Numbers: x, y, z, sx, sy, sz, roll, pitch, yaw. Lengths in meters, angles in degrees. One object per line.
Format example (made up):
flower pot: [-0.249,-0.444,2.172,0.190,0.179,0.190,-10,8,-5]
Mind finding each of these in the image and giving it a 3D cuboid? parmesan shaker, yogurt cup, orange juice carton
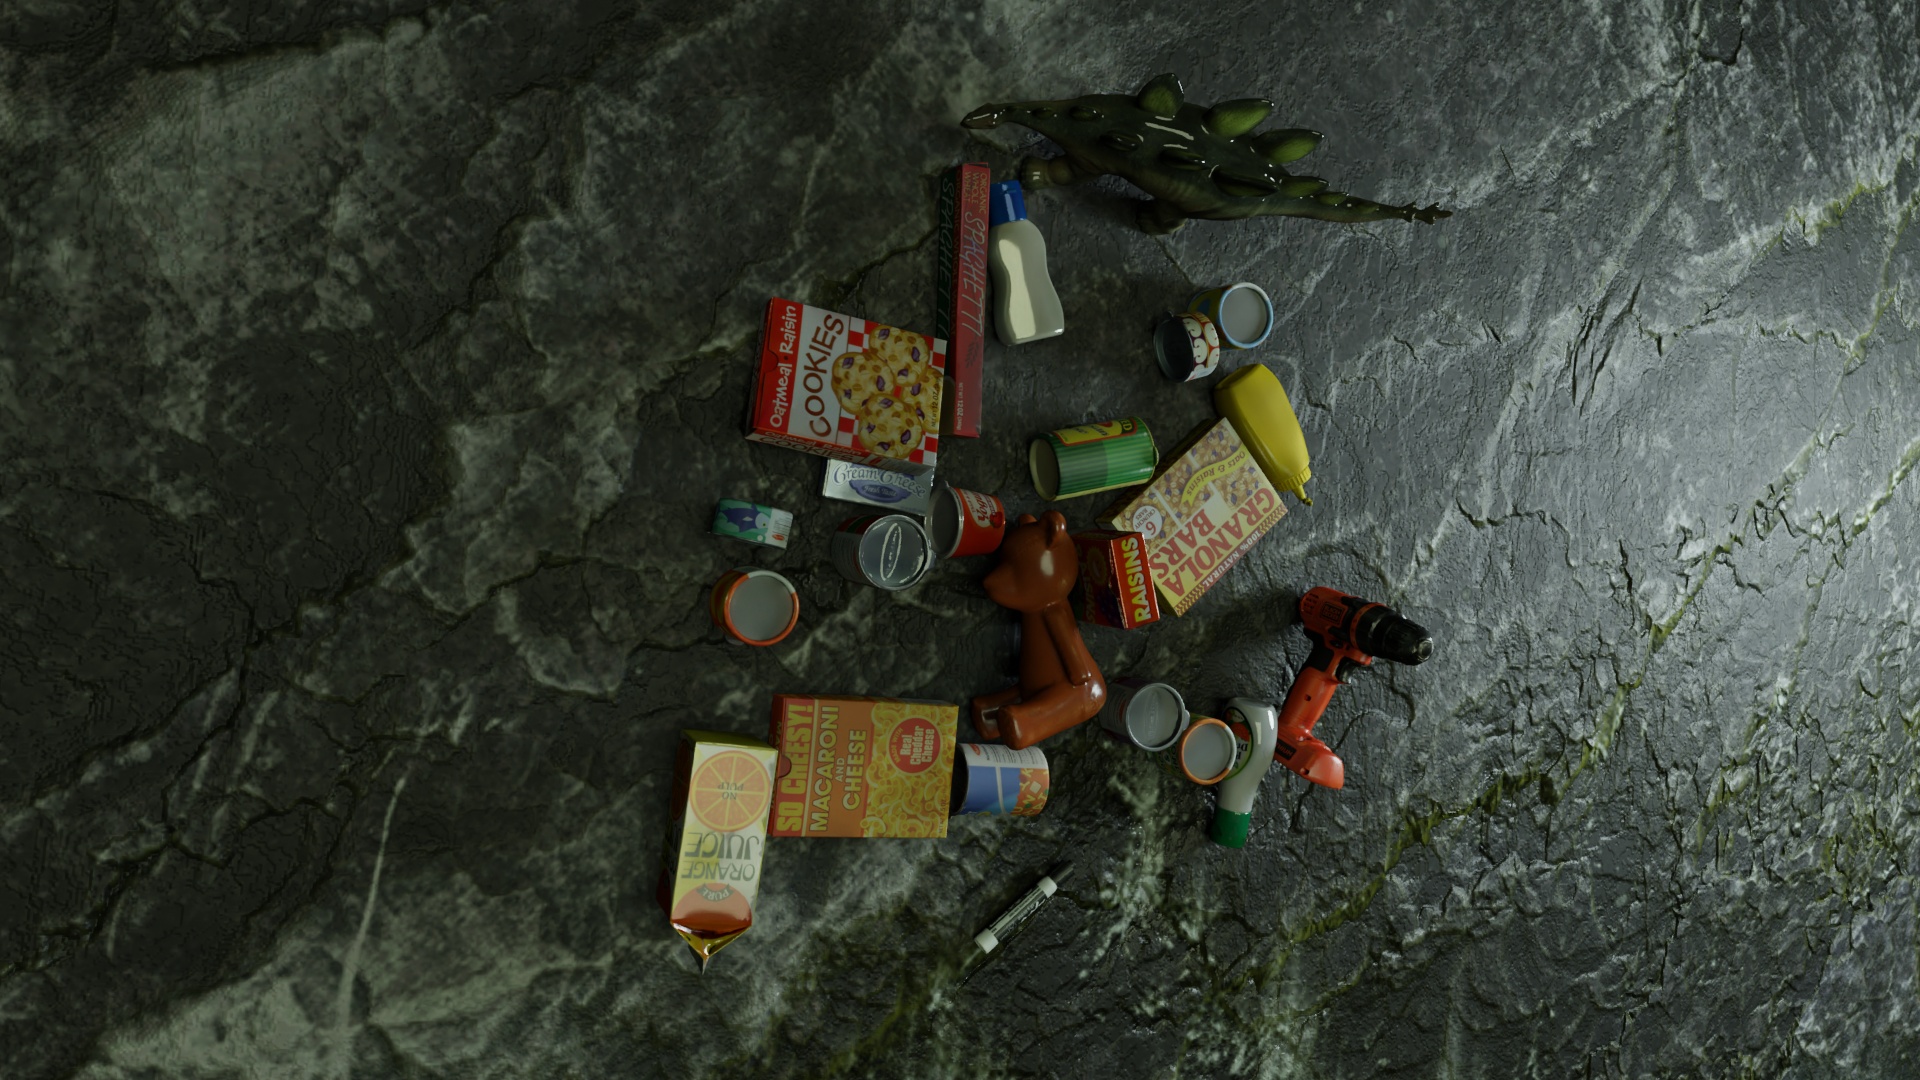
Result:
parmesan shaker: [0.125,-0.078,1.318,0.103,0.071,0.071,-12,96,-22]
yogurt cup: [0.005,-0.016,1.274,0.054,0.072,0.072,2,91,-31]
orange juice carton: [-0.212,0.264,1.185,0.073,0.072,0.192,9,88,-22]

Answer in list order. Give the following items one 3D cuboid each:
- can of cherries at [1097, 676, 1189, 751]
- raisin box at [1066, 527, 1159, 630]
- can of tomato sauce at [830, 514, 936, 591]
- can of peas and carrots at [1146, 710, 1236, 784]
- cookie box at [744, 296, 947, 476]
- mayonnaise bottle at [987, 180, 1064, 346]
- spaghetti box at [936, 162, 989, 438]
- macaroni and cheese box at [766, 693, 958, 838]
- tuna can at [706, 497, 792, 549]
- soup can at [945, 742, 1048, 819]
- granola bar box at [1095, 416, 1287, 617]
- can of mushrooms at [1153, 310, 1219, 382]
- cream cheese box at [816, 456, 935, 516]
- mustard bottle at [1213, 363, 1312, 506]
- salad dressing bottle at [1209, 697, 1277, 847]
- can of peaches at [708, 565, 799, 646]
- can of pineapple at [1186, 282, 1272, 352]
can of cherries: [0.178,0.169,1.355,0.071,0.058,0.071,0,91,-23]
raisin box: [0.132,0.033,1.296,0.040,0.123,0.086,-14,98,-22]
can of tomato sauce: [-0.070,0.009,1.231,0.071,0.083,0.071,-1,92,-23]
can of peas and carrots: [0.228,0.205,1.377,0.071,0.058,0.071,-1,92,-23]
cookie box: [-0.099,-0.134,1.224,0.167,0.040,0.123,11,73,-23]
mayonnaise bottle: [0.053,-0.260,1.300,0.065,0.041,0.148,-15,96,-23]
spaghetti box: [0.001,-0.219,1.273,0.029,0.050,0.250,2,91,-24]
macaroni and cheese box: [-0.089,0.203,1.252,0.167,0.040,0.123,6,89,-23]
tuna can: [-0.181,-0.015,1.195,0.071,0.071,0.033,14,86,-23]
soup can: [0.030,0.225,1.291,0.084,0.071,0.071,6,89,-23]
granola bar box: [0.231,-0.024,1.382,0.166,0.039,0.124,-42,106,-17]
can of mushrooms: [0.221,-0.192,1.358,0.033,0.071,0.071,-15,98,-22]
cream cheese box: [-0.076,-0.056,1.259,0.104,0.024,0.053,10,86,-23]
mustard bottle: [0.316,-0.100,1.411,0.065,0.049,0.160,-35,105,-18]
salad dressing bottle: [0.282,0.234,1.402,0.044,0.064,0.147,5,97,-32]
can of peaches: [-0.179,0.059,1.200,0.071,0.058,0.071,-1,92,-23]
can of pineapple: [0.267,-0.219,1.381,0.071,0.058,0.071,-1,92,-23]
